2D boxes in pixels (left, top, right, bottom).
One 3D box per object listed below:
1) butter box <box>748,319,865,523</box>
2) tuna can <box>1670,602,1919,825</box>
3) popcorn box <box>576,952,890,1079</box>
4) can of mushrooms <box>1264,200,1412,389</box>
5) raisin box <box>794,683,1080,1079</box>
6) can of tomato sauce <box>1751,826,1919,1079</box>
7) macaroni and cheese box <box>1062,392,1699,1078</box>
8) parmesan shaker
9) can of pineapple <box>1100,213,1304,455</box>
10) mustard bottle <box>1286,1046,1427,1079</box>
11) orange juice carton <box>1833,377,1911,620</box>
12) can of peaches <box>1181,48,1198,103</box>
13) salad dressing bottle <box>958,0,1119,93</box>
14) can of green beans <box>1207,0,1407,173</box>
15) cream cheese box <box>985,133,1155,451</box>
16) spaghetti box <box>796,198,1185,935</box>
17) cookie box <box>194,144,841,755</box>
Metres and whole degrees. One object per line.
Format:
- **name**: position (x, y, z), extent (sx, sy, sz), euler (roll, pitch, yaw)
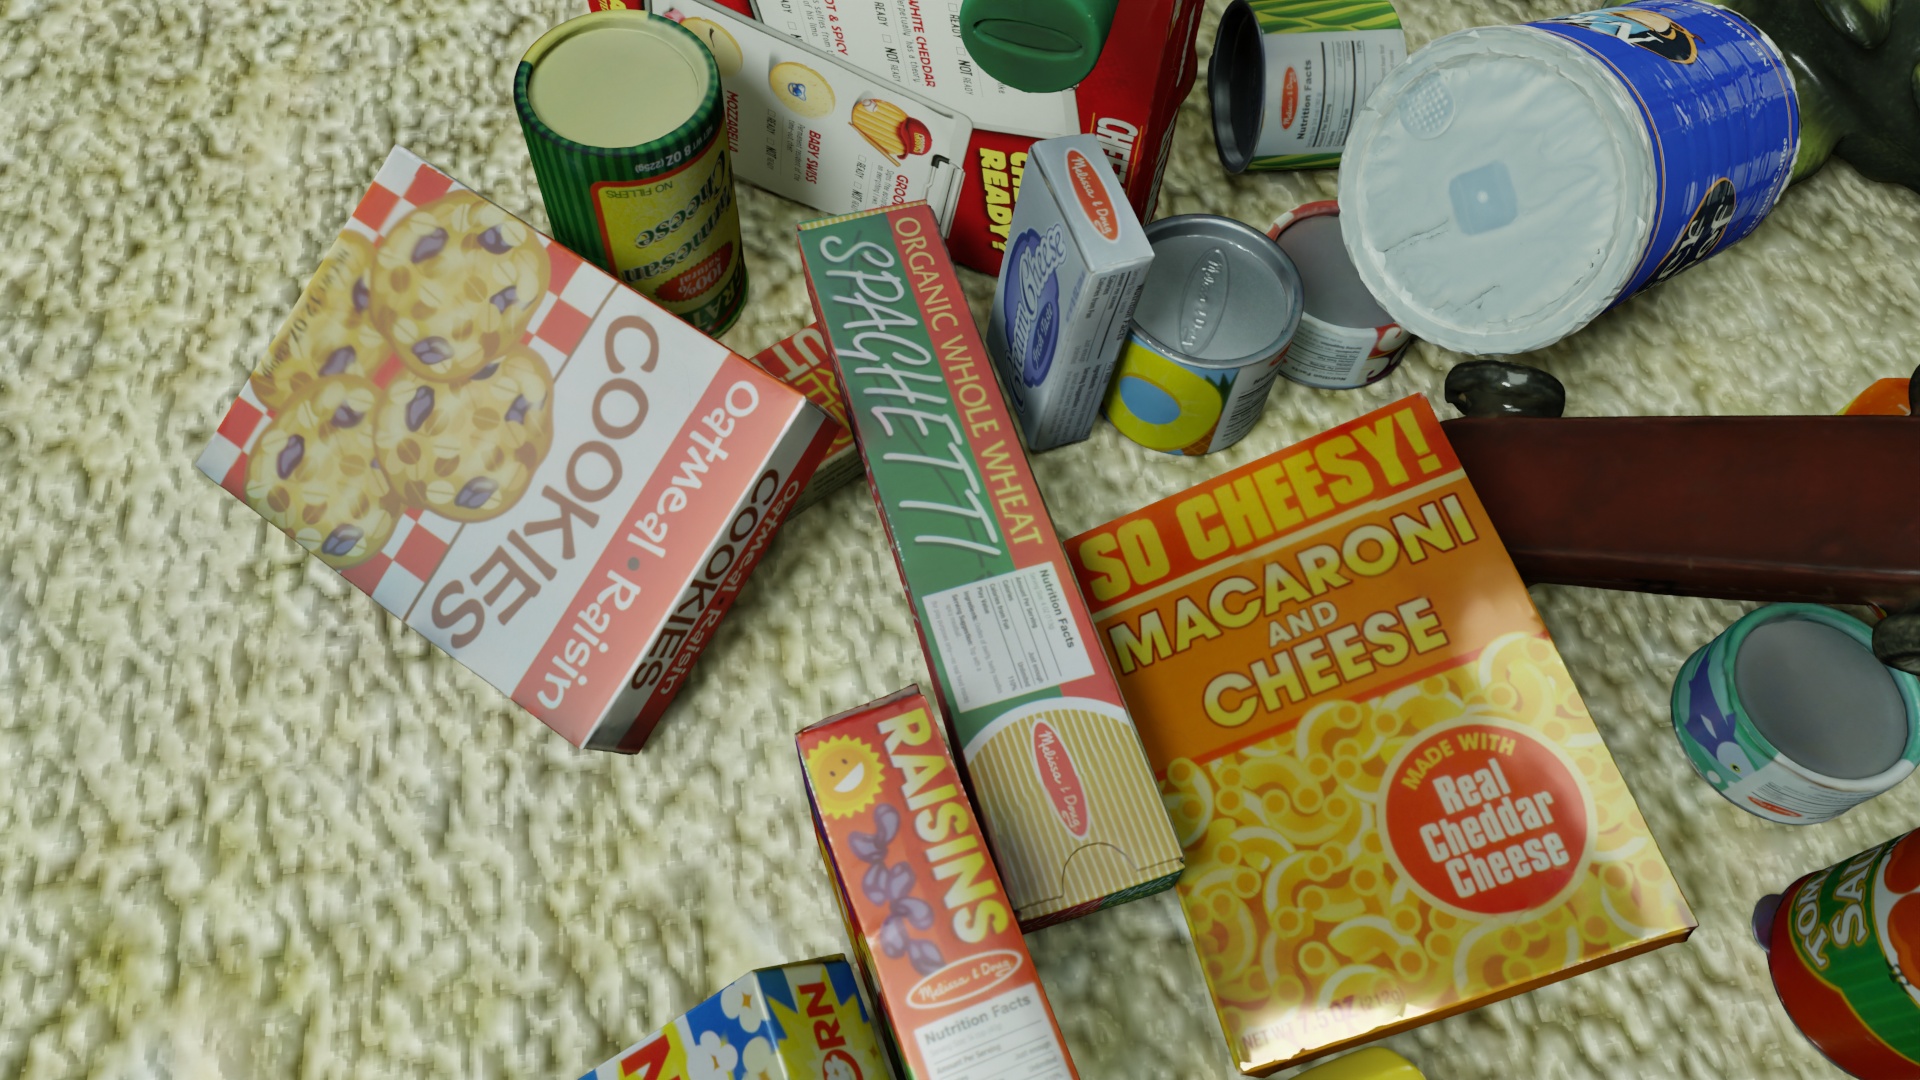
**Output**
- **butter box**: position (-0.067, -0.034, 0.481), extent (0.104, 0.024, 0.053), euler (-34, 69, -19)
- **tuna can**: position (0.269, 0.053, 0.447), extent (0.071, 0.032, 0.071), euler (1, 62, -3)
- **popcorn box**: position (-0.047, 0.177, 0.332), extent (0.085, 0.038, 0.127), euler (-36, 62, 24)
- **can of mushrooms**: position (0.141, -0.094, 0.521), extent (0.071, 0.033, 0.071), euler (1, 61, -2)
- **raisin box**: position (-0.005, 0.112, 0.368), extent (0.040, 0.085, 0.124), euler (-19, 64, -11)
- **can of tomato sauce**: position (0.278, 0.112, 0.386), extent (0.071, 0.082, 0.071), euler (2, 61, -3)
- **macaroni and cheese box**: position (0.113, 0.055, 0.410), extent (0.123, 0.040, 0.167), euler (-23, 61, 12)
- **parmesan shaker**: position (-0.113, -0.119, 0.480), extent (0.071, 0.102, 0.071), euler (1, 62, -3)
- **can of pineapple**: position (0.080, -0.073, 0.491), extent (0.071, 0.057, 0.071), euler (2, 61, -3)
- **mustard bottle**: position (0.050, 0.184, 0.348), extent (0.160, 0.065, 0.049), euler (-27, 71, -7)
- **orange juice carton**: position (0.356, -0.006, 0.445), extent (0.193, 0.072, 0.072), euler (1, 30, 2)
- **can of peaches**: position (0.062, -0.207, 0.558), extent (0.071, 0.071, 0.058), euler (-1, 62, -4)
- **salad dressing bottle**: position (0.037, -0.184, 0.372), extent (0.064, 0.043, 0.148), euler (14, 63, 7)
- **can of green beans**: position (0.136, -0.181, 0.550), extent (0.058, 0.071, 0.071), euler (-4, 62, -6)
- **cream cheese box**: position (0.034, -0.079, 0.467), extent (0.024, 0.103, 0.053), euler (-13, 64, -15)
- **spaghetti box**: position (0.002, -0.005, 0.433), extent (0.050, 0.028, 0.251), euler (-14, 61, -9)
- **cookie box**: position (-0.139, -0.030, 0.438), extent (0.167, 0.040, 0.123), euler (32, 90, 15)
